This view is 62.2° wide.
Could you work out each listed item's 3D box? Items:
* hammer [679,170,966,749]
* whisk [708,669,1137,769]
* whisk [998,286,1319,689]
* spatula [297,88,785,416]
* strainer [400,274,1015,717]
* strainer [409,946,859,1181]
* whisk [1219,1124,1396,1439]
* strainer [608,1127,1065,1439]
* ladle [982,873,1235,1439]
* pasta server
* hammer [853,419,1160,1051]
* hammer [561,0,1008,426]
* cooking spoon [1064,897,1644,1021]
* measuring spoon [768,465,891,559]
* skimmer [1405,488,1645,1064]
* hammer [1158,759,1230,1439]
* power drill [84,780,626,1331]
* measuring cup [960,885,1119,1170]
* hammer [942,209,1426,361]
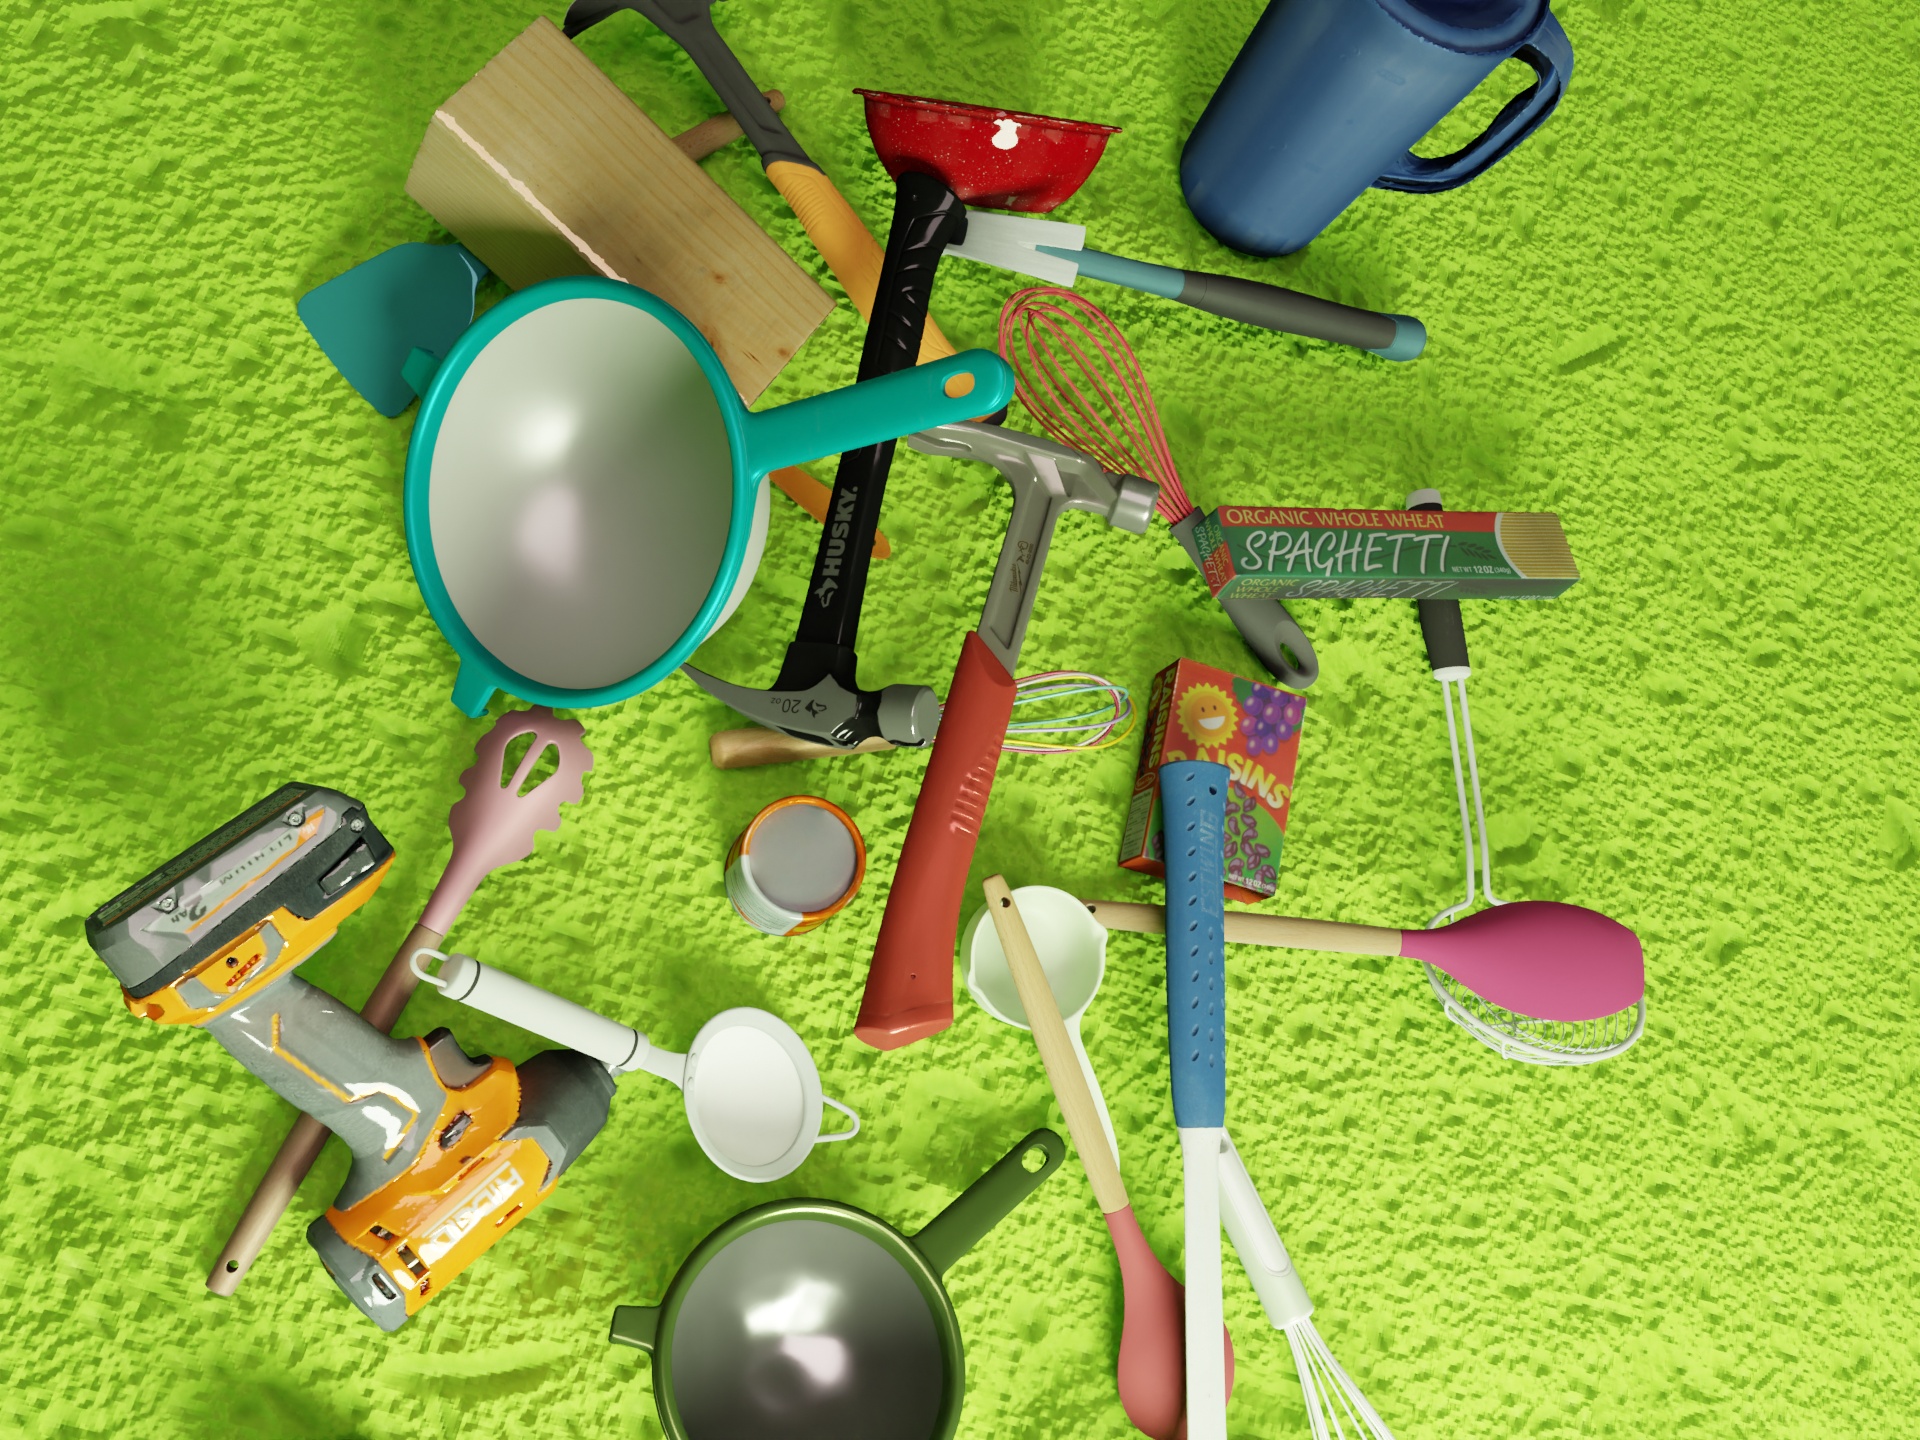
[{"bbox_3d":[-0.054,-0.149,0.863,0.146,0.035,0.335,4,73,24],"label":"hammer"},{"bbox_3d":[-0.016,0.005,0.882,0.245,0.051,0.047,-7,83,-15],"label":"whisk"},{"bbox_3d":[0.122,-0.137,0.956,0.073,0.073,0.296,-41,96,-22],"label":"whisk"},{"bbox_3d":[-0.222,-0.288,0.913,0.317,0.044,0.082,-40,89,-27],"label":"spatula"},{"bbox_3d":[-0.117,-0.123,0.789,0.340,0.095,0.211,-11,87,24],"label":"strainer"},{"bbox_3d":[-0.152,0.158,0.755,0.258,0.050,0.087,36,46,-39],"label":"strainer"},{"bbox_3d":[0.182,0.326,0.849,0.058,0.059,0.246,-18,76,-32],"label":"whisk"},{"bbox_3d":[-0.043,0.290,0.791,0.256,0.069,0.151,-31,74,-39],"label":"strainer"},{"bbox_3d":[0.072,0.228,0.829,0.069,0.031,0.315,-21,89,-21],"label":"ladle"},{"bbox_3d":[-0.274,0.127,0.780,0.060,0.040,0.316,29,73,-7],"label":"pasta server"},{"bbox_3d":[-0.001,-0.003,0.845,0.149,0.036,0.359,16,64,1],"label":"hammer"},{"bbox_3d":[-0.089,-0.300,0.932,0.127,0.034,0.337,-39,93,-30],"label":"hammer"},{"bbox_3d":[0.217,0.121,0.881,0.319,0.017,0.069,5,66,4],"label":"cooking spoon"},{"bbox_3d":[-0.088,-0.129,0.916,0.117,0.011,0.021,37,66,-8],"label":"measuring spoon"},{"bbox_3d":[0.318,0.022,0.949,0.127,0.090,0.363,-1,75,-13],"label":"skimmer"},{"bbox_3d":[0.119,0.221,0.819,0.144,0.035,0.406,8,74,-25],"label":"hammer"},{"bbox_3d":[-0.260,0.140,0.723,0.164,0.084,0.226,-39,111,-27],"label":"power drill"},{"bbox_3d":[0.050,0.171,0.861,0.083,0.038,0.167,-18,91,-18],"label":"measuring cup"},{"bbox_3d":[0.143,-0.267,0.982,0.330,0.128,0.033,6,106,-23],"label":"hammer"}]
